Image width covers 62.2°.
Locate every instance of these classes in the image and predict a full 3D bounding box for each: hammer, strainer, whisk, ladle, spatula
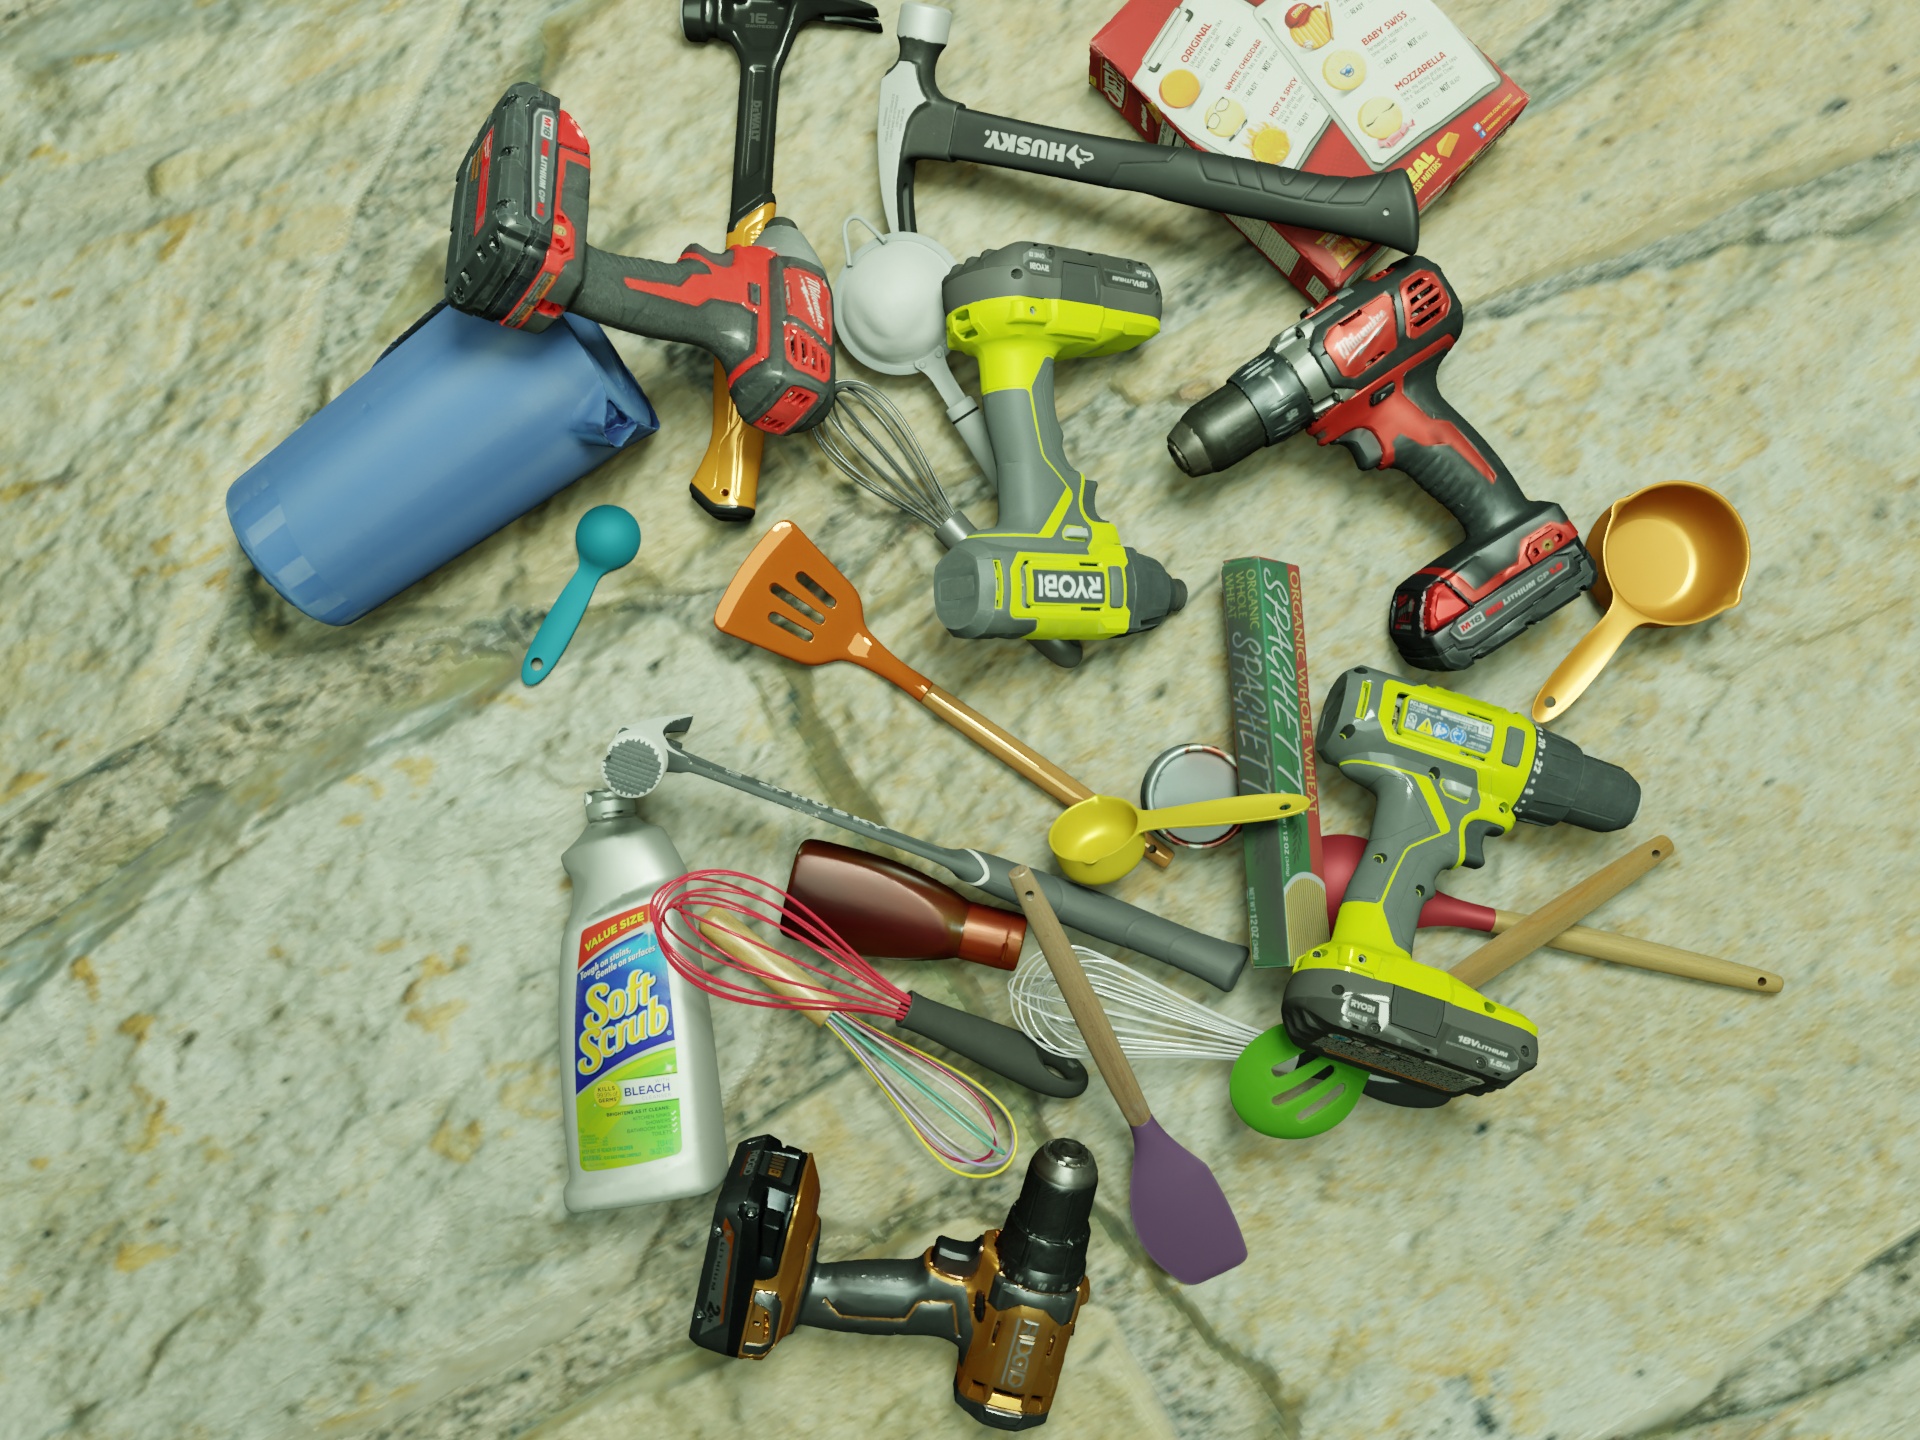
[{"bbox_3d":[-0.126,-0.294,1.004,0.127,0.034,0.337,5,89,3],"label":"hammer"},{"bbox_3d":[-0.002,-0.199,0.983,0.087,0.050,0.258,-31,99,15],"label":"strainer"},{"bbox_3d":[0.106,-0.322,0.944,0.335,0.035,0.146,16,110,14],"label":"hammer"},{"bbox_3d":[-0.013,0.082,0.962,0.409,0.149,0.036,21,96,-7],"label":"hammer"},{"bbox_3d":[-0.008,-0.122,0.992,0.055,0.055,0.239,-43,92,1],"label":"whisk"},{"bbox_3d":[-0.051,0.167,0.958,0.295,0.073,0.073,25,90,-14],"label":"whisk"},{"bbox_3d":[0.354,0.131,0.986,0.315,0.031,0.069,12,90,0],"label":"ladle"},{"bbox_3d":[0.166,0.197,0.975,0.284,0.070,0.070,14,89,-3],"label":"whisk"},{"bbox_3d":[-0.002,-0.003,0.991,0.322,0.041,0.081,35,89,1],"label":"spatula"},{"bbox_3d":[-0.066,0.199,0.989,0.245,0.051,0.047,37,96,5],"label":"whisk"},{"bbox_3d":[0.095,0.217,0.942,0.060,0.018,0.315,-25,111,1],"label":"spatula"}]

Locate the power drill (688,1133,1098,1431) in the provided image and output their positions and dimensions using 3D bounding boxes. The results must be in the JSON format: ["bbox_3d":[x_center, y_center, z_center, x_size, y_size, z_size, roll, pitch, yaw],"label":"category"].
[{"bbox_3d":[-0.033,0.315,0.949,0.226,0.084,0.185,14,108,0],"label":"power drill"}]

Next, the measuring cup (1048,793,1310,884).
[{"bbox_3d":[0.131,0.067,0.947,0.156,0.062,0.029,-8,126,15],"label":"measuring cup"}]

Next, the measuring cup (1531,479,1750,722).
[{"bbox_3d":[0.402,-0.067,0.975,0.095,0.052,0.173,40,92,2],"label":"measuring cup"}]

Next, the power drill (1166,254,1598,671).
[{"bbox_3d":[0.250,-0.139,0.952,0.188,0.080,0.226,-33,96,0],"label":"power drill"}]

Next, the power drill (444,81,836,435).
[{"bbox_3d":[-0.169,-0.259,0.901,0.219,0.078,0.143,16,58,-34],"label":"power drill"}]

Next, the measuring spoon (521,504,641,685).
[{"bbox_3d":[-0.246,-0.079,1.009,0.042,0.021,0.128,28,89,2],"label":"measuring spoon"}]

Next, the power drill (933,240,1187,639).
[{"bbox_3d":[0.064,-0.160,0.955,0.171,0.080,0.223,-2,89,-35],"label":"power drill"}]

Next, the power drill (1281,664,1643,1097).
[{"bbox_3d":[0.289,0.094,0.923,0.190,0.080,0.229,18,68,1],"label":"power drill"}]

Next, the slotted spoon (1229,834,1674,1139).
[{"bbox_3d":[0.300,0.154,0.955,0.314,0.031,0.070,-31,91,-7],"label":"slotted spoon"}]
